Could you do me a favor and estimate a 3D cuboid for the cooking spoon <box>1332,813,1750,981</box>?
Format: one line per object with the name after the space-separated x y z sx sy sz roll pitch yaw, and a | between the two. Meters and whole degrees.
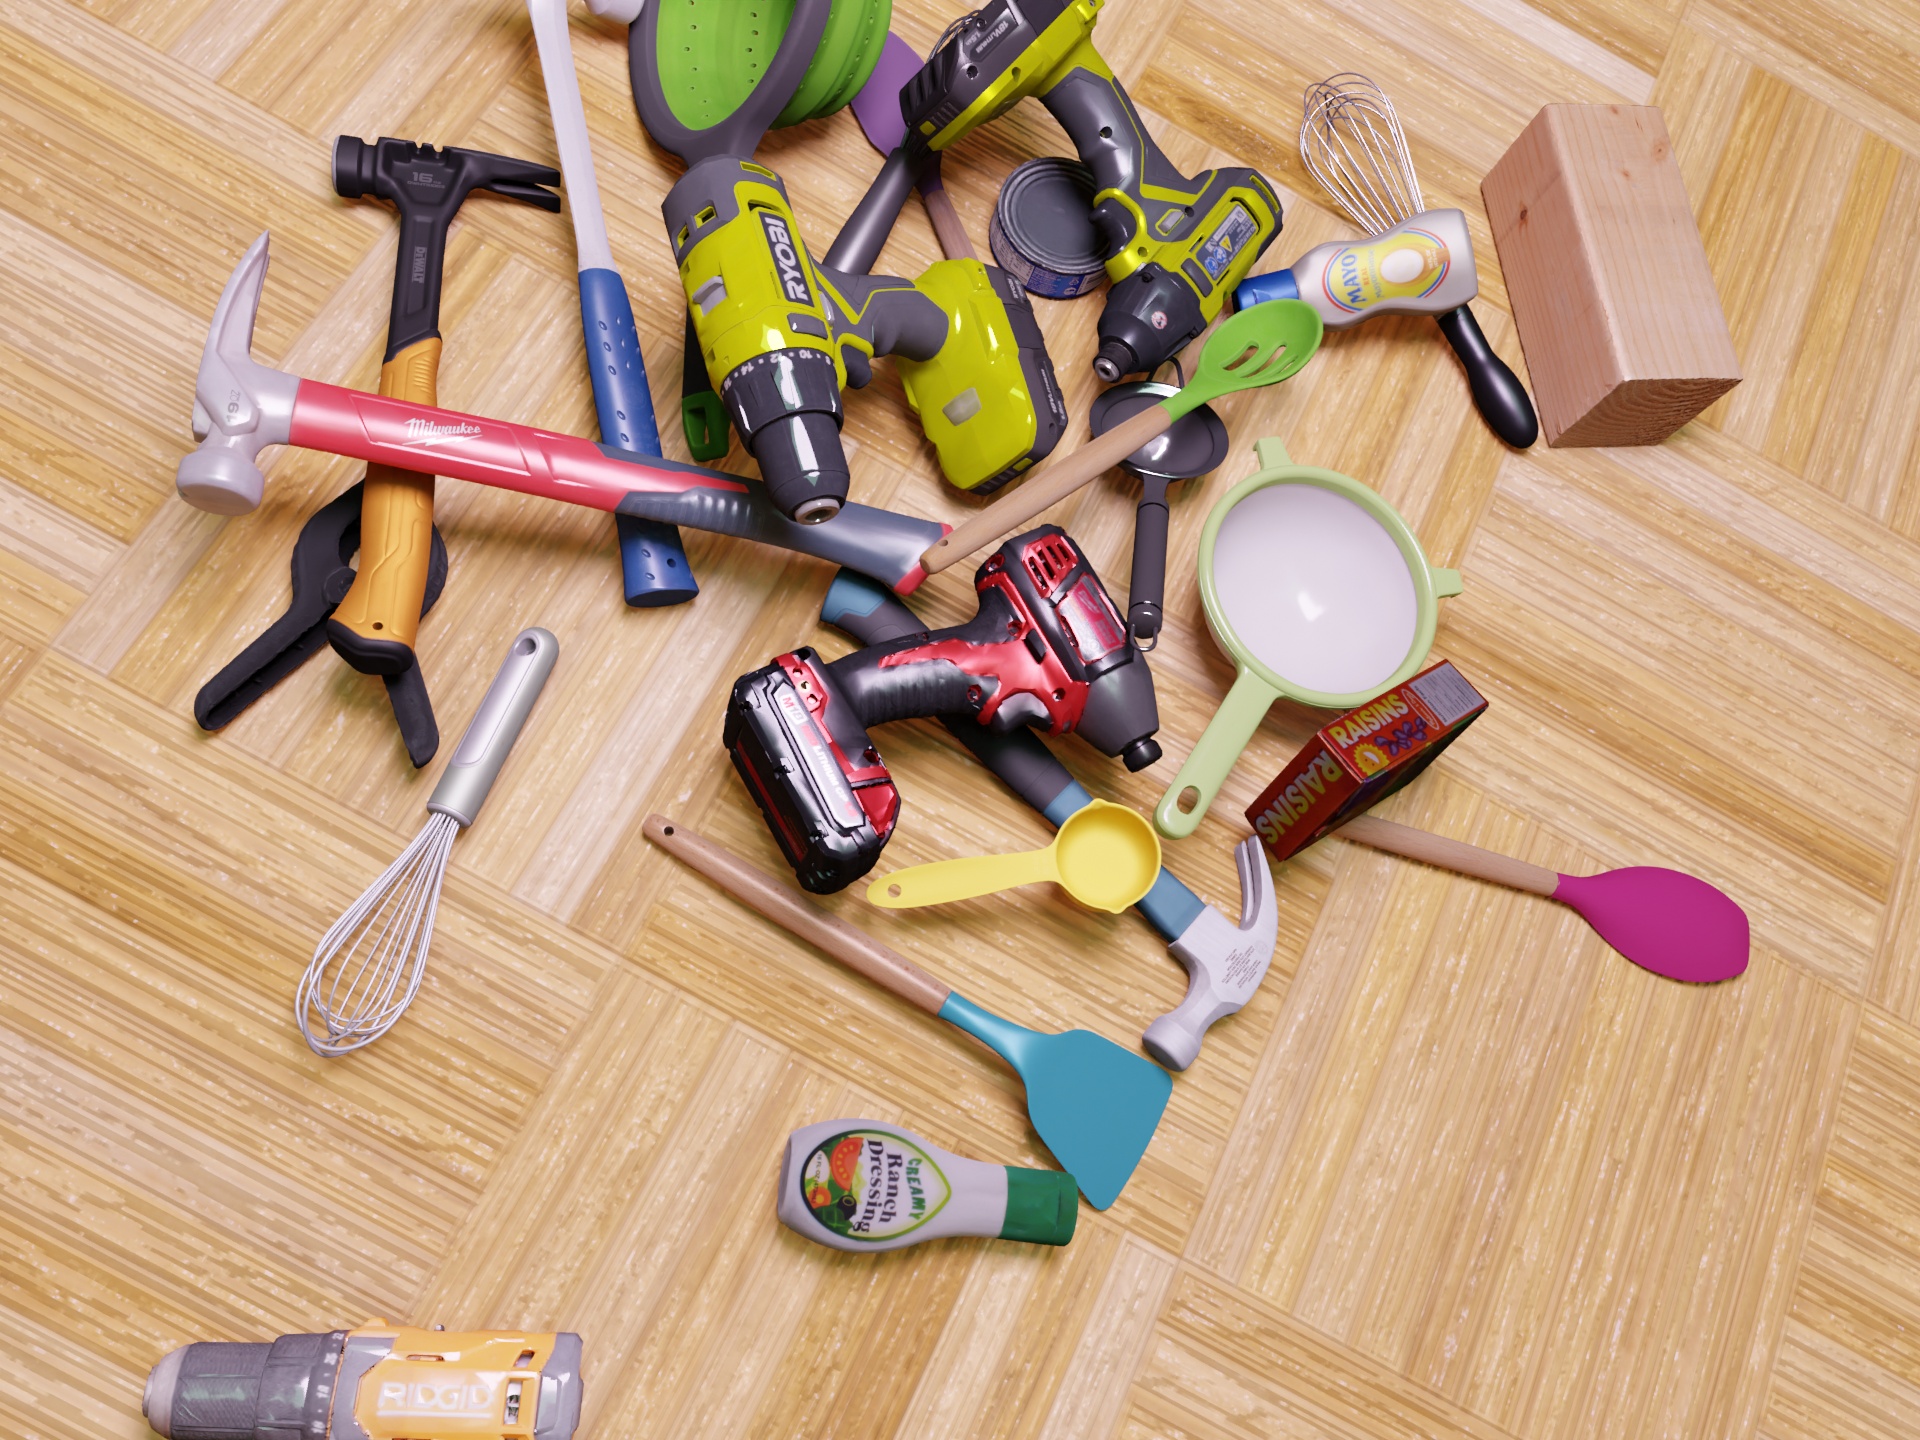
0.327 0.090 0.941 0.319 0.017 0.069 16 66 -7 | cooking spoon

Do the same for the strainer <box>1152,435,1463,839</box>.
0.171 -0.030 0.919 0.151 0.069 0.256 36 68 -2 | strainer

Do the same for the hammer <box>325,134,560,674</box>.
-0.289 -0.178 0.859 0.127 0.034 0.337 4 63 -14 | hammer

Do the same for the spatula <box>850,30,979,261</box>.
-0.005 -0.309 1.002 0.060 0.018 0.316 -18 76 -13 | spatula

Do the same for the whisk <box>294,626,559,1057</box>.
-0.264 0.055 0.806 0.058 0.059 0.246 10 62 20 | whisk

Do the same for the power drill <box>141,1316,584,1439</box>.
-0.266 0.375 0.678 0.185 0.084 0.226 7 66 -10 | power drill

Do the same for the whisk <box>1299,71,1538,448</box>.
0.305 -0.304 1.054 0.070 0.070 0.285 -25 83 -19 | whisk

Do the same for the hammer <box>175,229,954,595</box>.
-0.186 -0.141 0.832 0.386 0.038 0.143 10 70 -19 | hammer

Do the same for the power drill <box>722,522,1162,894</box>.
-0.001 -0.003 0.836 0.219 0.078 0.143 -27 79 -21 | power drill

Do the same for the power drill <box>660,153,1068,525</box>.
-0.045 -0.188 0.857 0.228 0.080 0.191 -1 68 -50 | power drill

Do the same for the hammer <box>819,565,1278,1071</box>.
0.044 0.034 0.888 0.331 0.033 0.128 45 69 5 | hammer

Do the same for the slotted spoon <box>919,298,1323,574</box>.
0.096 -0.163 0.912 0.314 0.031 0.070 -35 47 -26 | slotted spoon

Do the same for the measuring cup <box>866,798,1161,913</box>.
0.028 0.082 0.845 0.156 0.029 0.062 -9 74 -2 | measuring cup

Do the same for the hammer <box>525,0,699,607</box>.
-0.212 -0.262 0.899 0.144 0.035 0.406 -3 78 -46 | hammer

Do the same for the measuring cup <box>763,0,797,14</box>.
-0.106 -0.528 1.042 0.083 0.038 0.168 -16 78 -17 | measuring cup

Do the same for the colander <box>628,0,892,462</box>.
-0.111 -0.345 0.944 0.094 0.204 0.397 5 86 -42 | colander

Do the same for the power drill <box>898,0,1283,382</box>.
0.078 -0.323 0.945 0.223 0.080 0.171 45 65 -17 | power drill

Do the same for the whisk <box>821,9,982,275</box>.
-0.030 -0.343 0.981 0.055 0.055 0.239 29 80 -2 | whisk

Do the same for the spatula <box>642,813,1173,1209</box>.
-0.033 0.139 0.842 0.317 0.044 0.082 31 68 4 | spatula

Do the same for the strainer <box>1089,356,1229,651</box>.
0.109 -0.123 0.916 0.087 0.050 0.259 12 44 -1 | strainer
